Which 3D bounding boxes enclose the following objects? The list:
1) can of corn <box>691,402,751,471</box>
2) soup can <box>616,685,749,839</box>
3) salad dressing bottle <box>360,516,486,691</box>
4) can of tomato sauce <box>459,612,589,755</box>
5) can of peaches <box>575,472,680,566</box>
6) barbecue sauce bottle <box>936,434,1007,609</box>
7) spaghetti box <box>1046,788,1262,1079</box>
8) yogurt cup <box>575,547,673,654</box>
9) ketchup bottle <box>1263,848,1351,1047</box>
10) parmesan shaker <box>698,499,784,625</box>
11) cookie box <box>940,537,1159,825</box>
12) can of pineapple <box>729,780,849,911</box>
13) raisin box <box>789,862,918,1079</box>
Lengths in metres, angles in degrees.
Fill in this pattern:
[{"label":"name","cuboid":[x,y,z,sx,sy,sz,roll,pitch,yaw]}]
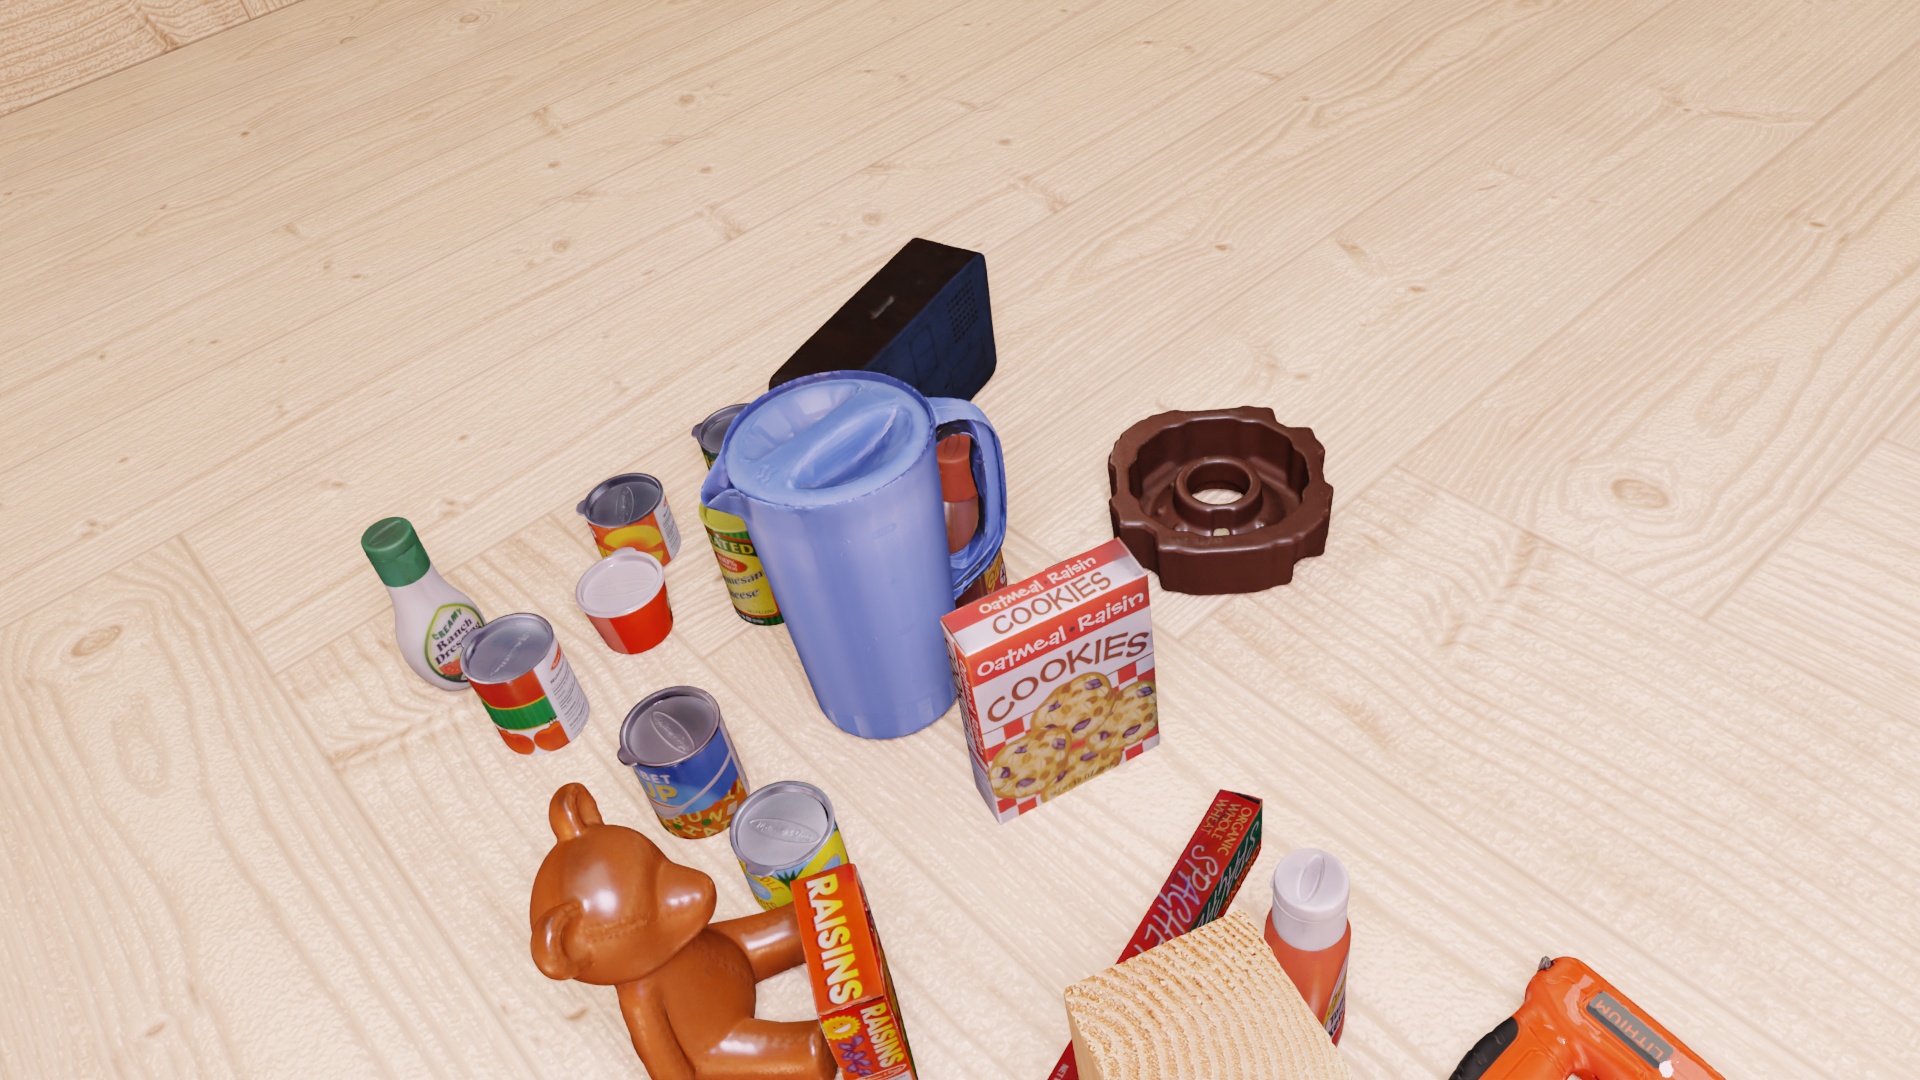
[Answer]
[{"label":"can of corn","cuboid":[-0.186,-0.074,1.177,0.071,0.058,0.071,-6,43,6]},{"label":"soup can","cuboid":[-0.183,0.149,0.919,0.071,0.083,0.072,-6,43,6]},{"label":"salad dressing bottle","cuboid":[-0.394,0.048,1.024,0.044,0.146,0.064,20,51,29]},{"label":"can of tomato sauce","cuboid":[-0.312,0.104,0.995,0.071,0.082,0.071,-6,43,6]},{"label":"can of peaches","cuboid":[-0.268,-0.012,1.128,0.071,0.057,0.071,-6,43,6]},{"label":"barbecue sauce bottle","cuboid":[0.004,-0.013,1.007,0.044,0.147,0.065,1,44,13]},{"label":"spaghetti box","cuboid":[0.107,0.246,0.781,0.029,0.050,0.251,19,50,29]},{"label":"yogurt cup","cuboid":[-0.253,0.050,1.062,0.072,0.053,0.073,-6,43,5]},{"label":"ketchup bottle","cuboid":[0.180,0.217,0.725,0.043,0.148,0.065,12,47,23]},{"label":"parmesan shaker","cuboid":[-0.150,0.008,1.049,0.071,0.102,0.072,-6,43,6]},{"label":"cookie box","cuboid":[0.060,0.090,0.872,0.123,0.166,0.040,-24,44,-14]},{"label":"can of pineapple","cuboid":[-0.108,0.196,0.873,0.071,0.057,0.071,-6,43,6]},{"label":"raisin box","cuboid":[-0.056,0.248,0.758,0.040,0.122,0.086,-16,43,-5]}]
